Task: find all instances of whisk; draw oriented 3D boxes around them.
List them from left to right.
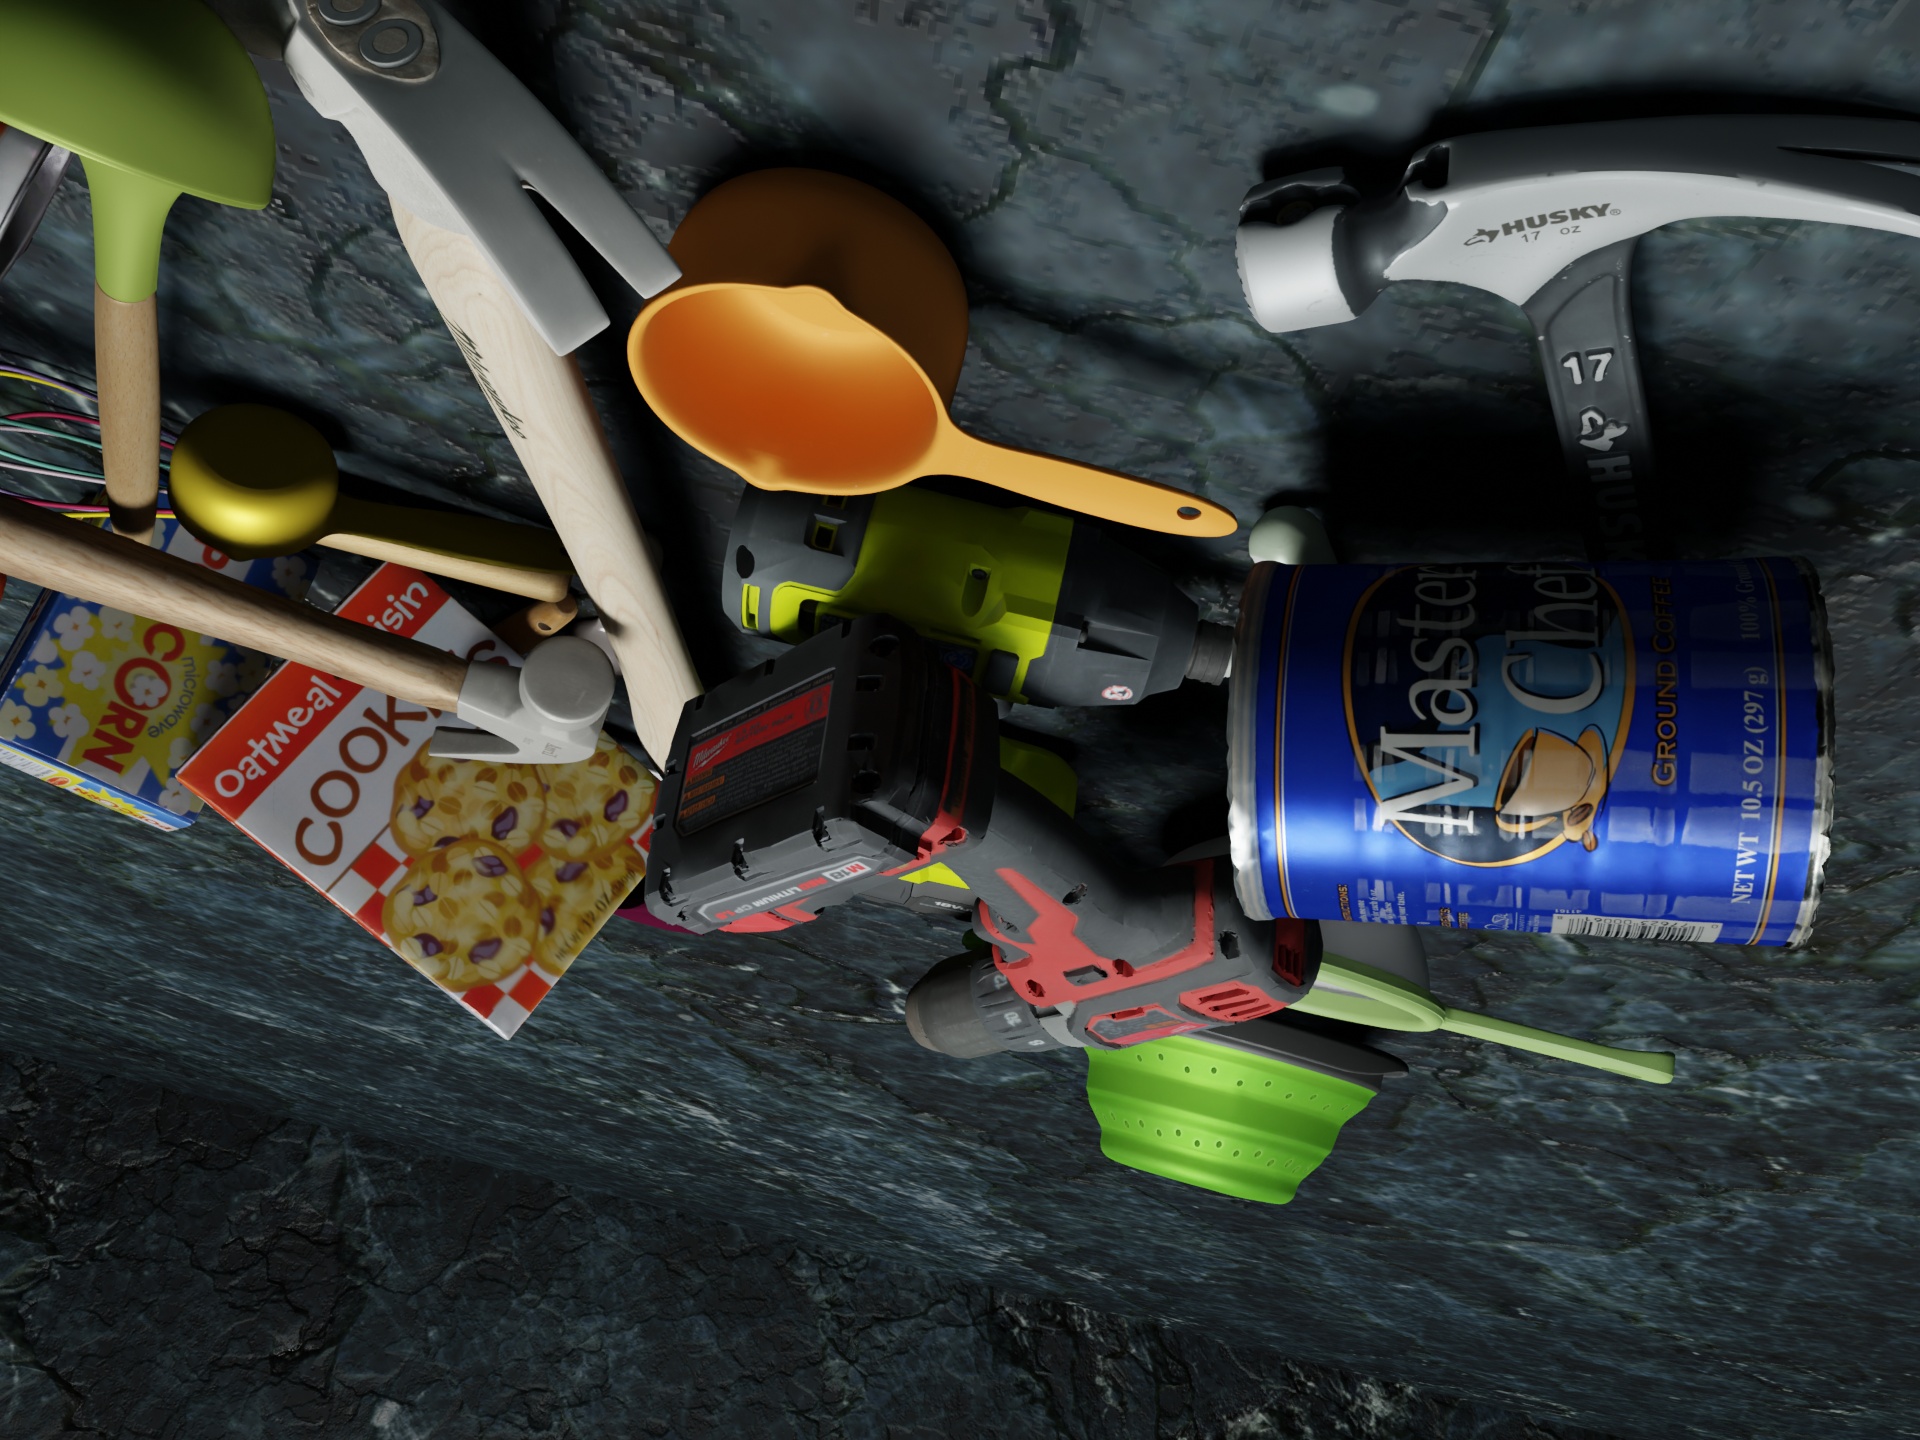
[{"bbox_3d":[-0.273,-0.082,0.614,0.245,0.047,0.051,14,153,-9],"label":"whisk"},{"bbox_3d":[0.147,0.005,0.584,0.058,0.059,0.246,29,164,40],"label":"whisk"}]

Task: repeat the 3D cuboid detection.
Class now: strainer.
[{"bbox_3d":[0.197,0.101,0.713,0.256,0.069,0.151,14,167,1],"label":"strainer"}]

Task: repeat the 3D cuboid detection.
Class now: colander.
[{"bbox_3d":[0.102,0.189,0.836,0.204,0.094,0.396,6,165,33],"label":"colander"}]

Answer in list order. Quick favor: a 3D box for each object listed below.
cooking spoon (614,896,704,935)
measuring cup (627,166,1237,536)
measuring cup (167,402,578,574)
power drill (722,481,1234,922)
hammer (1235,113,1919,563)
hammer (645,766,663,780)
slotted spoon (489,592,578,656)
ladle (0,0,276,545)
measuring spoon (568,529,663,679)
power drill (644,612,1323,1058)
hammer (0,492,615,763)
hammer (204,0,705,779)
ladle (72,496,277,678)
[{"bbox_3d":[-0.168,0.101,0.917,0.068,0.017,0.319,17,164,-11],"label":"cooking spoon"},{"bbox_3d":[-0.001,-0.096,0.442,0.173,0.052,0.095,16,154,-9],"label":"measuring cup"},{"bbox_3d":[-0.207,-0.081,0.587,0.156,0.062,0.029,10,142,-18],"label":"measuring cup"},{"bbox_3d":[-0.001,-0.002,0.608,0.171,0.080,0.223,14,151,0],"label":"power drill"},{"bbox_3d":[0.218,-0.028,0.495,0.149,0.036,0.408,-3,150,29],"label":"hammer"},{"bbox_3d":[-0.036,0.070,0.814,0.405,0.035,0.144,20,154,-14],"label":"hammer"},{"bbox_3d":[-0.264,-0.012,0.771,0.070,0.031,0.314,33,147,-29],"label":"slotted spoon"},{"bbox_3d":[-0.241,-0.102,0.450,0.078,0.062,0.320,22,155,-19],"label":"ladle"},{"bbox_3d":[-0.141,-0.044,0.653,0.034,0.018,0.124,20,153,-12],"label":"measuring spoon"},{"bbox_3d":[-0.004,0.065,0.578,0.188,0.080,0.226,-23,139,39],"label":"power drill"},{"bbox_3d":[-0.286,-0.049,0.556,0.331,0.031,0.130,19,162,-12],"label":"hammer"},{"bbox_3d":[-0.112,-0.054,0.519,0.146,0.038,0.410,46,164,19],"label":"hammer"},{"bbox_3d":[-0.315,0.009,0.780,0.069,0.031,0.315,-2,139,28],"label":"ladle"}]
